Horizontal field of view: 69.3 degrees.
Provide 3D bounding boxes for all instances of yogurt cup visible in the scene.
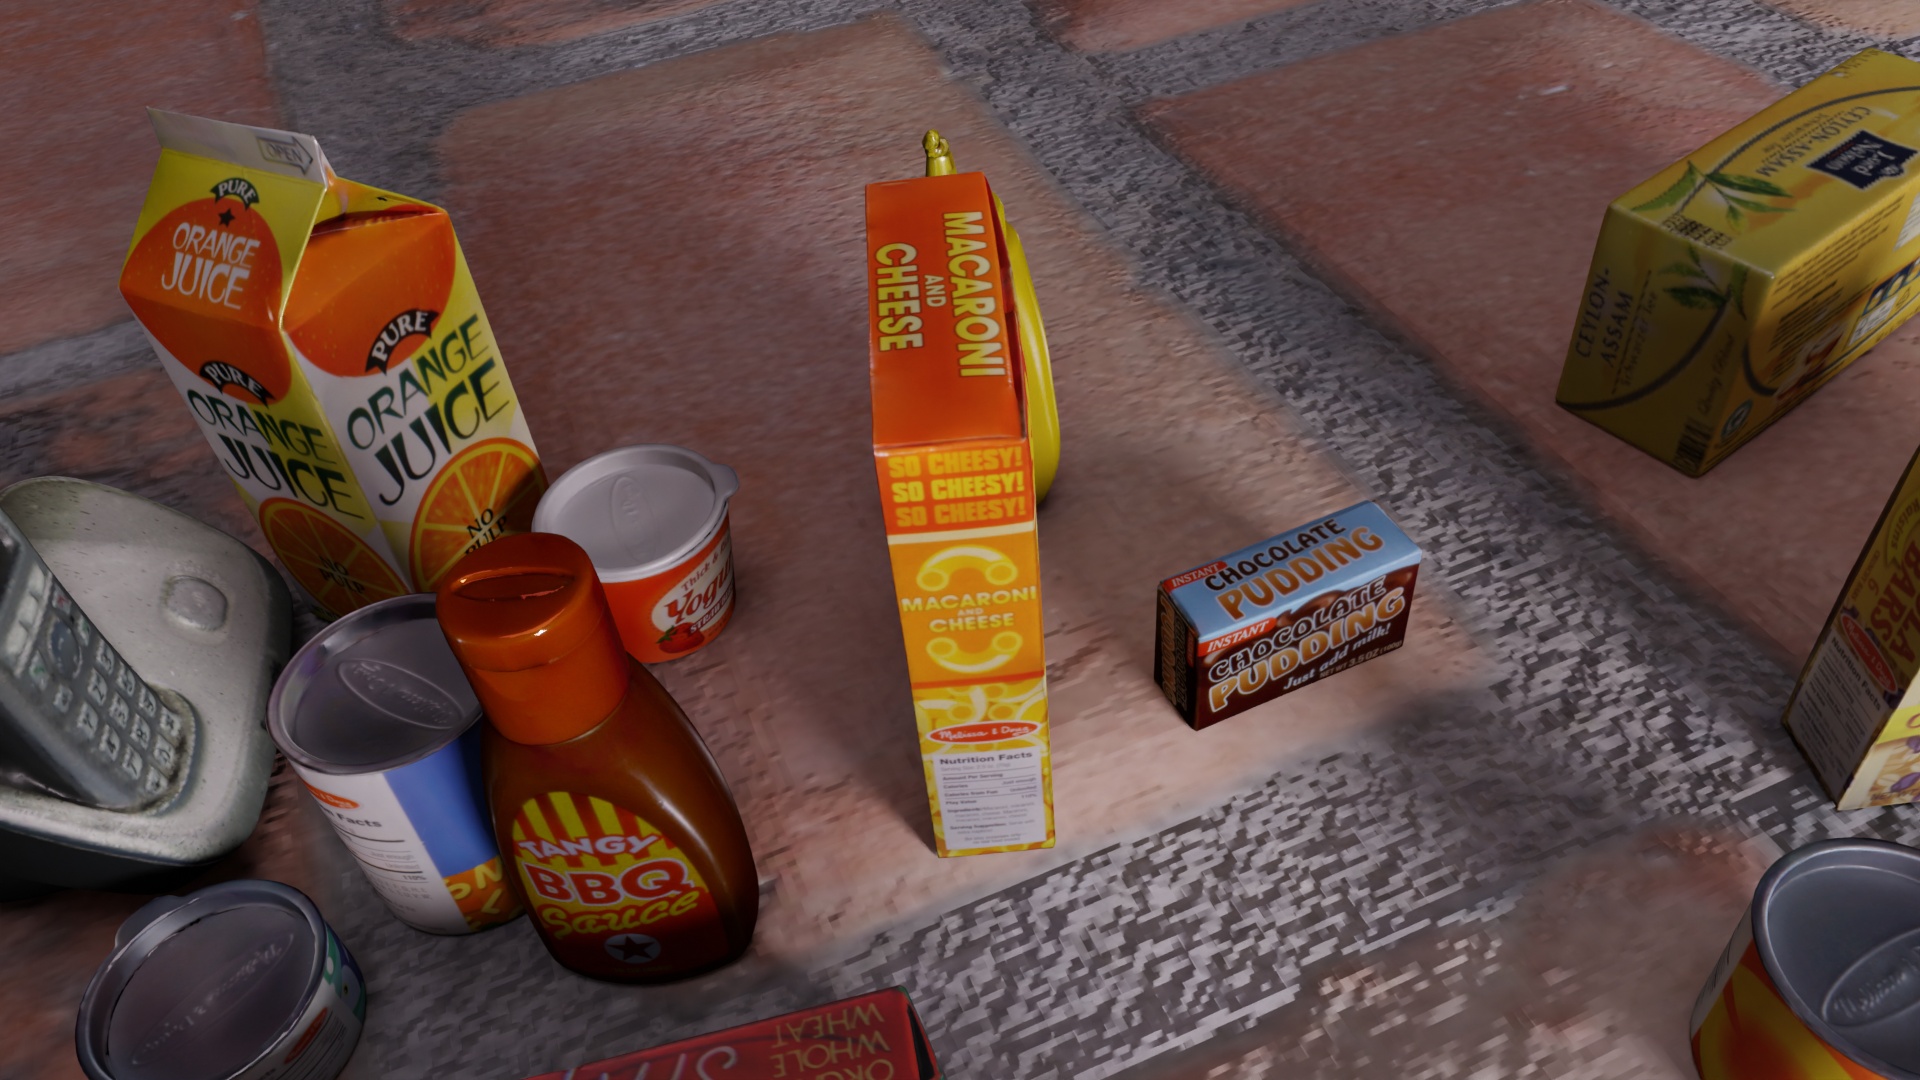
[{"bbox_3d":[-0.112,0.007,0.495,0.072,0.053,0.073,-3,44,3],"label":"yogurt cup"}]

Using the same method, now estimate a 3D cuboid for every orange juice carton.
[{"bbox_3d":[-0.205,-0.053,0.467,0.072,0.191,0.073,16,48,22],"label":"orange juice carton"}]

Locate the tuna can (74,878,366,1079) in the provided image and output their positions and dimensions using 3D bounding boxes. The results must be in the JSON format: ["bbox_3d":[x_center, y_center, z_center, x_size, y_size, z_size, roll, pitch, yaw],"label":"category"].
[{"bbox_3d":[-0.207,0.131,0.390,0.071,0.032,0.071,-3,44,3],"label":"tuna can"}]

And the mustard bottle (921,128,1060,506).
[{"bbox_3d":[0.000,-0.075,0.491,0.065,0.159,0.049,-15,44,-9],"label":"mustard bottle"}]

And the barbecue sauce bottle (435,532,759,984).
[{"bbox_3d":[-0.096,0.062,0.367,0.065,0.147,0.044,-4,44,2],"label":"barbecue sauce bottle"}]

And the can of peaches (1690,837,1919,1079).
[{"bbox_3d":[0.223,0.118,0.339,0.071,0.057,0.071,-3,44,3],"label":"can of peaches"}]

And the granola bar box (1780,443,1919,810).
[{"bbox_3d":[0.337,0.015,0.388,0.166,0.123,0.039,-7,44,-1],"label":"granola bar box"}]

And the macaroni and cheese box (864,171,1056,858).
[{"bbox_3d":[0.001,-0.005,0.414,0.040,0.165,0.124,-6,44,0],"label":"macaroni and cheese box"}]

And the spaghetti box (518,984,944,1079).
[{"bbox_3d":[-0.126,0.161,0.338,0.250,0.050,0.029,-12,44,-6],"label":"spaghetti box"}]

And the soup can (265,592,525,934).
[{"bbox_3d":[-0.154,0.066,0.416,0.071,0.083,0.072,-3,44,3],"label":"soup can"}]

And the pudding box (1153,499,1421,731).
[{"bbox_3d":[0.106,0.024,0.457,0.084,0.049,0.030,-20,45,-14],"label":"pudding box"}]
